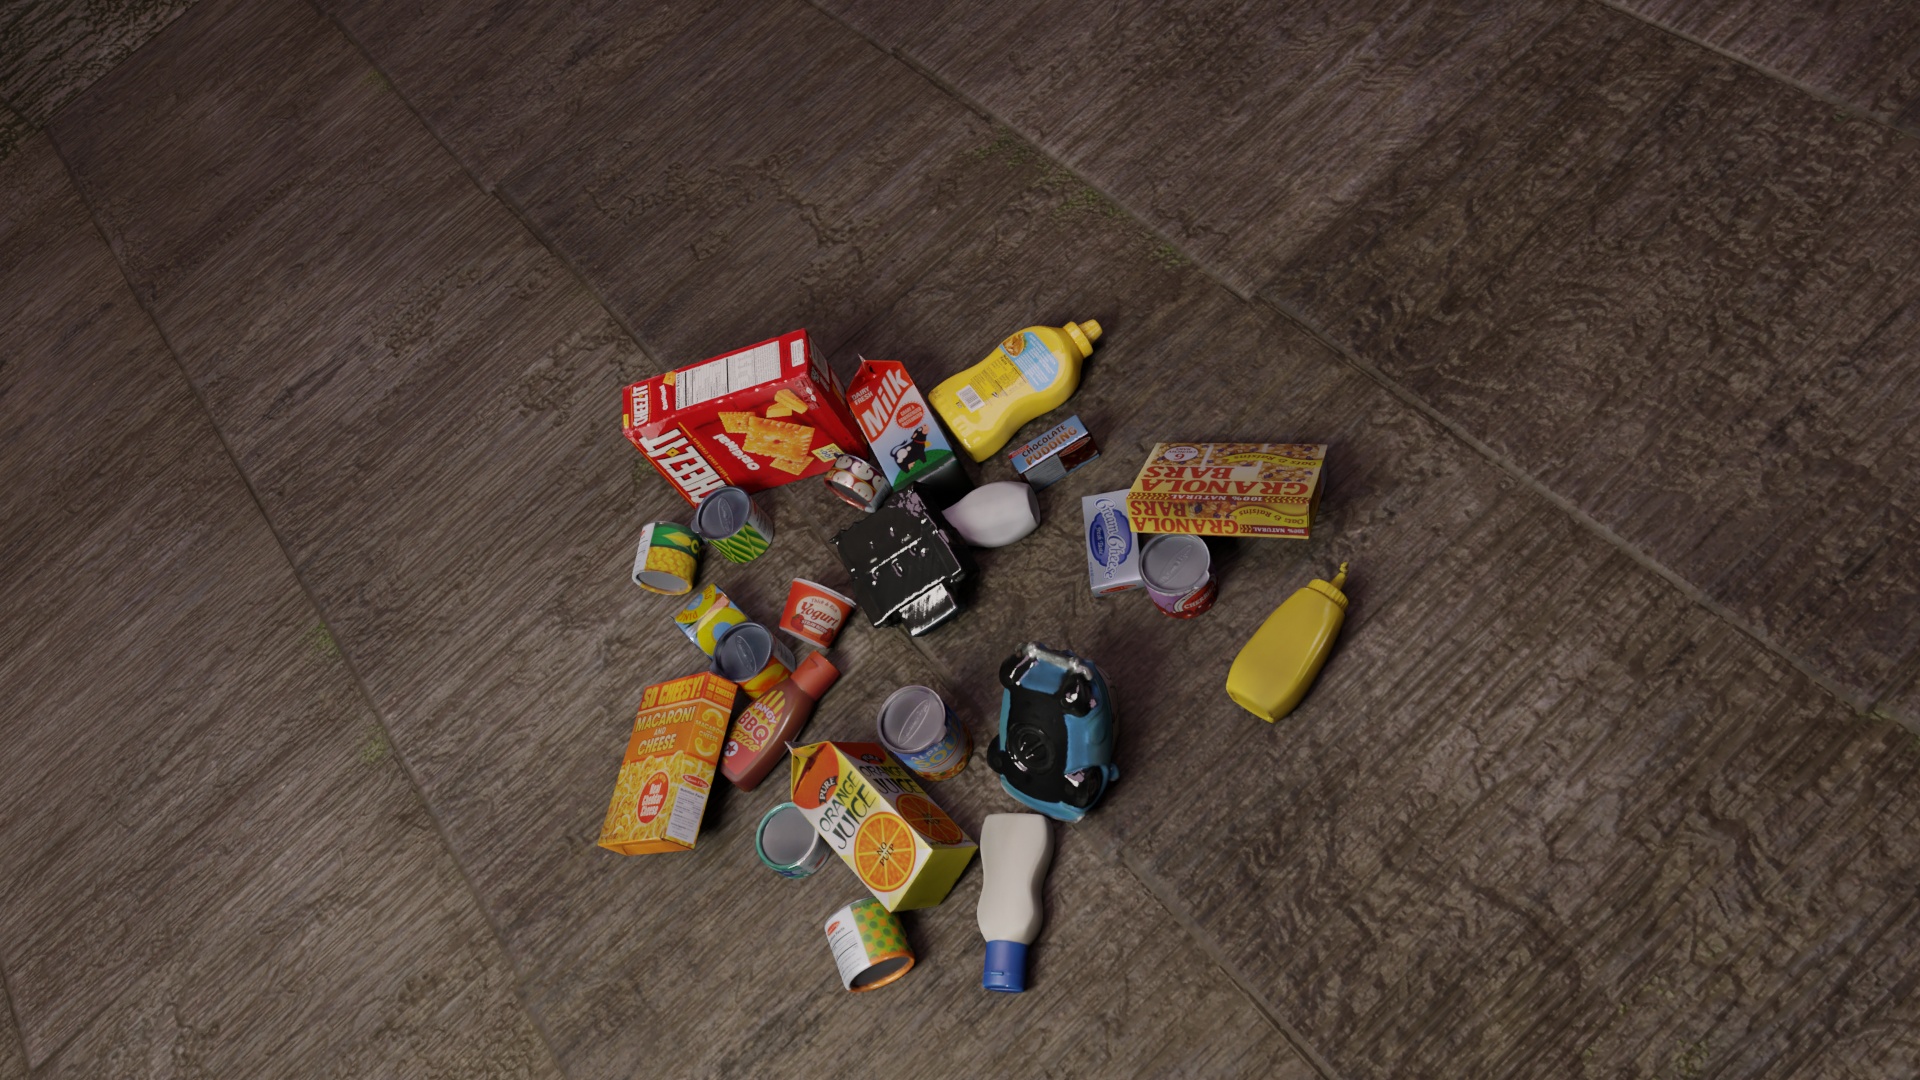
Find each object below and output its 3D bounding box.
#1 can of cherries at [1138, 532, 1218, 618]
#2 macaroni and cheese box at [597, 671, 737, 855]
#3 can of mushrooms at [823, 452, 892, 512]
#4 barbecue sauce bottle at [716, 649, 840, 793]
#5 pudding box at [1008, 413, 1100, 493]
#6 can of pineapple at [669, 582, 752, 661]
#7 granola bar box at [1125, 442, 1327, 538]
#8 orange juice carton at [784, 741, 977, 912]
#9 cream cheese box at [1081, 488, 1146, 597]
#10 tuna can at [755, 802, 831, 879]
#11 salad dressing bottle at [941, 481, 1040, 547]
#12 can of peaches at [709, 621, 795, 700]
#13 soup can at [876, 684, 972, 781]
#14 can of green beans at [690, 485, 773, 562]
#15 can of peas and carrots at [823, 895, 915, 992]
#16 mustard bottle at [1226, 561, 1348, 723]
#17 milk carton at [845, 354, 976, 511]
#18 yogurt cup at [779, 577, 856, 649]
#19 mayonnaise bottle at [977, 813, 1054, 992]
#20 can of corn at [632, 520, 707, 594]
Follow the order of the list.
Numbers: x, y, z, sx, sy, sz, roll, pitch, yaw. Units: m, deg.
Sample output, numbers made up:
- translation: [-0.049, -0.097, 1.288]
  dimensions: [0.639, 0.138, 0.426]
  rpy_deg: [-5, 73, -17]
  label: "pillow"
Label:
- translation: [0.205, 0.034, 1.291]
  dimensions: [0.071, 0.058, 0.072]
  rpy_deg: [-9, 59, 15]
  label: "can of cherries"
- translation: [-0.285, 0.219, 1.357]
  dimensions: [0.123, 0.040, 0.167]
  rpy_deg: [-17, 52, 45]
  label: "macaroni and cheese box"
- translation: [-0.110, -0.061, 1.460]
  dimensions: [0.071, 0.071, 0.033]
  rpy_deg: [23, 74, 30]
  label: "can of mushrooms"
- translation: [-0.180, 0.174, 1.369]
  dimensions: [0.149, 0.043, 0.065]
  rpy_deg: [-48, 52, -9]
  label: "barbecue sauce bottle"
- translation: [0.096, -0.087, 1.407]
  dimensions: [0.084, 0.049, 0.030]
  rpy_deg: [-30, 58, 4]
  label: "pudding box"
- translation: [-0.255, 0.084, 1.433]
  dimensions: [0.058, 0.070, 0.071]
  rpy_deg: [-45, 56, -8]
  label: "can of pineapple"
- translation: [0.251, -0.048, 1.297]
  dimensions: [0.165, 0.039, 0.125]
  rpy_deg: [2, 29, 22]
  label: "granola bar box"
- translation: [-0.082, 0.244, 1.262]
  dimensions: [0.193, 0.072, 0.073]
  rpy_deg: [40, 106, 33]
  label: "orange juice carton"
- translation: [0.150, 0.002, 1.351]
  dimensions: [0.053, 0.024, 0.104]
  rpy_deg: [-11, 59, 13]
  label: "cream cheese box"
- translation: [-0.159, 0.281, 1.306]
  dimensions: [0.071, 0.032, 0.071]
  rpy_deg: [-9, 59, 16]
  label: "tuna can"
- translation: [0.005, -0.018, 1.405]
  dimensions: [0.147, 0.044, 0.064]
  rpy_deg: [-15, 81, 16]
  label: "salad dressing bottle"
- translation: [-0.209, 0.124, 1.400]
  dimensions: [0.071, 0.058, 0.071]
  rpy_deg: [-9, 60, 16]
  label: "can of peaches"
- translation: [-0.030, 0.181, 1.283]
  dimensions: [0.071, 0.083, 0.071]
  rpy_deg: [-9, 60, 16]
  label: "soup can"
- translation: [-0.242, -0.017, 1.492]
  dimensions: [0.071, 0.057, 0.071]
  rpy_deg: [-9, 60, 16]
  label: "can of green beans"
- translation: [-0.077, 0.353, 1.216]
  dimensions: [0.071, 0.070, 0.059]
  rpy_deg: [-29, 56, 4]
  label: "can of peas and carrots"
- translation: [0.302, 0.084, 1.231]
  dimensions: [0.065, 0.048, 0.160]
  rpy_deg: [32, 76, 32]
  label: "mustard bottle"
- translation: [-0.061, -0.117, 1.470]
  dimensions: [0.073, 0.072, 0.191]
  rpy_deg: [-31, 56, 3]
  label: "milk carton"
- translation: [-0.148, 0.075, 1.401]
  dimensions: [0.072, 0.072, 0.054]
  rpy_deg: [18, 78, 28]
  label: "yogurt cup"
- translation: [0.044, 0.313, 1.206]
  dimensions: [0.065, 0.041, 0.149]
  rpy_deg: [-4, 62, 22]
  label: "mayonnaise bottle"
- translation: [-0.313, 0.020, 1.495]
  dimensions: [0.071, 0.071, 0.058]
  rpy_deg: [-3, 62, 20]
  label: "can of corn"
